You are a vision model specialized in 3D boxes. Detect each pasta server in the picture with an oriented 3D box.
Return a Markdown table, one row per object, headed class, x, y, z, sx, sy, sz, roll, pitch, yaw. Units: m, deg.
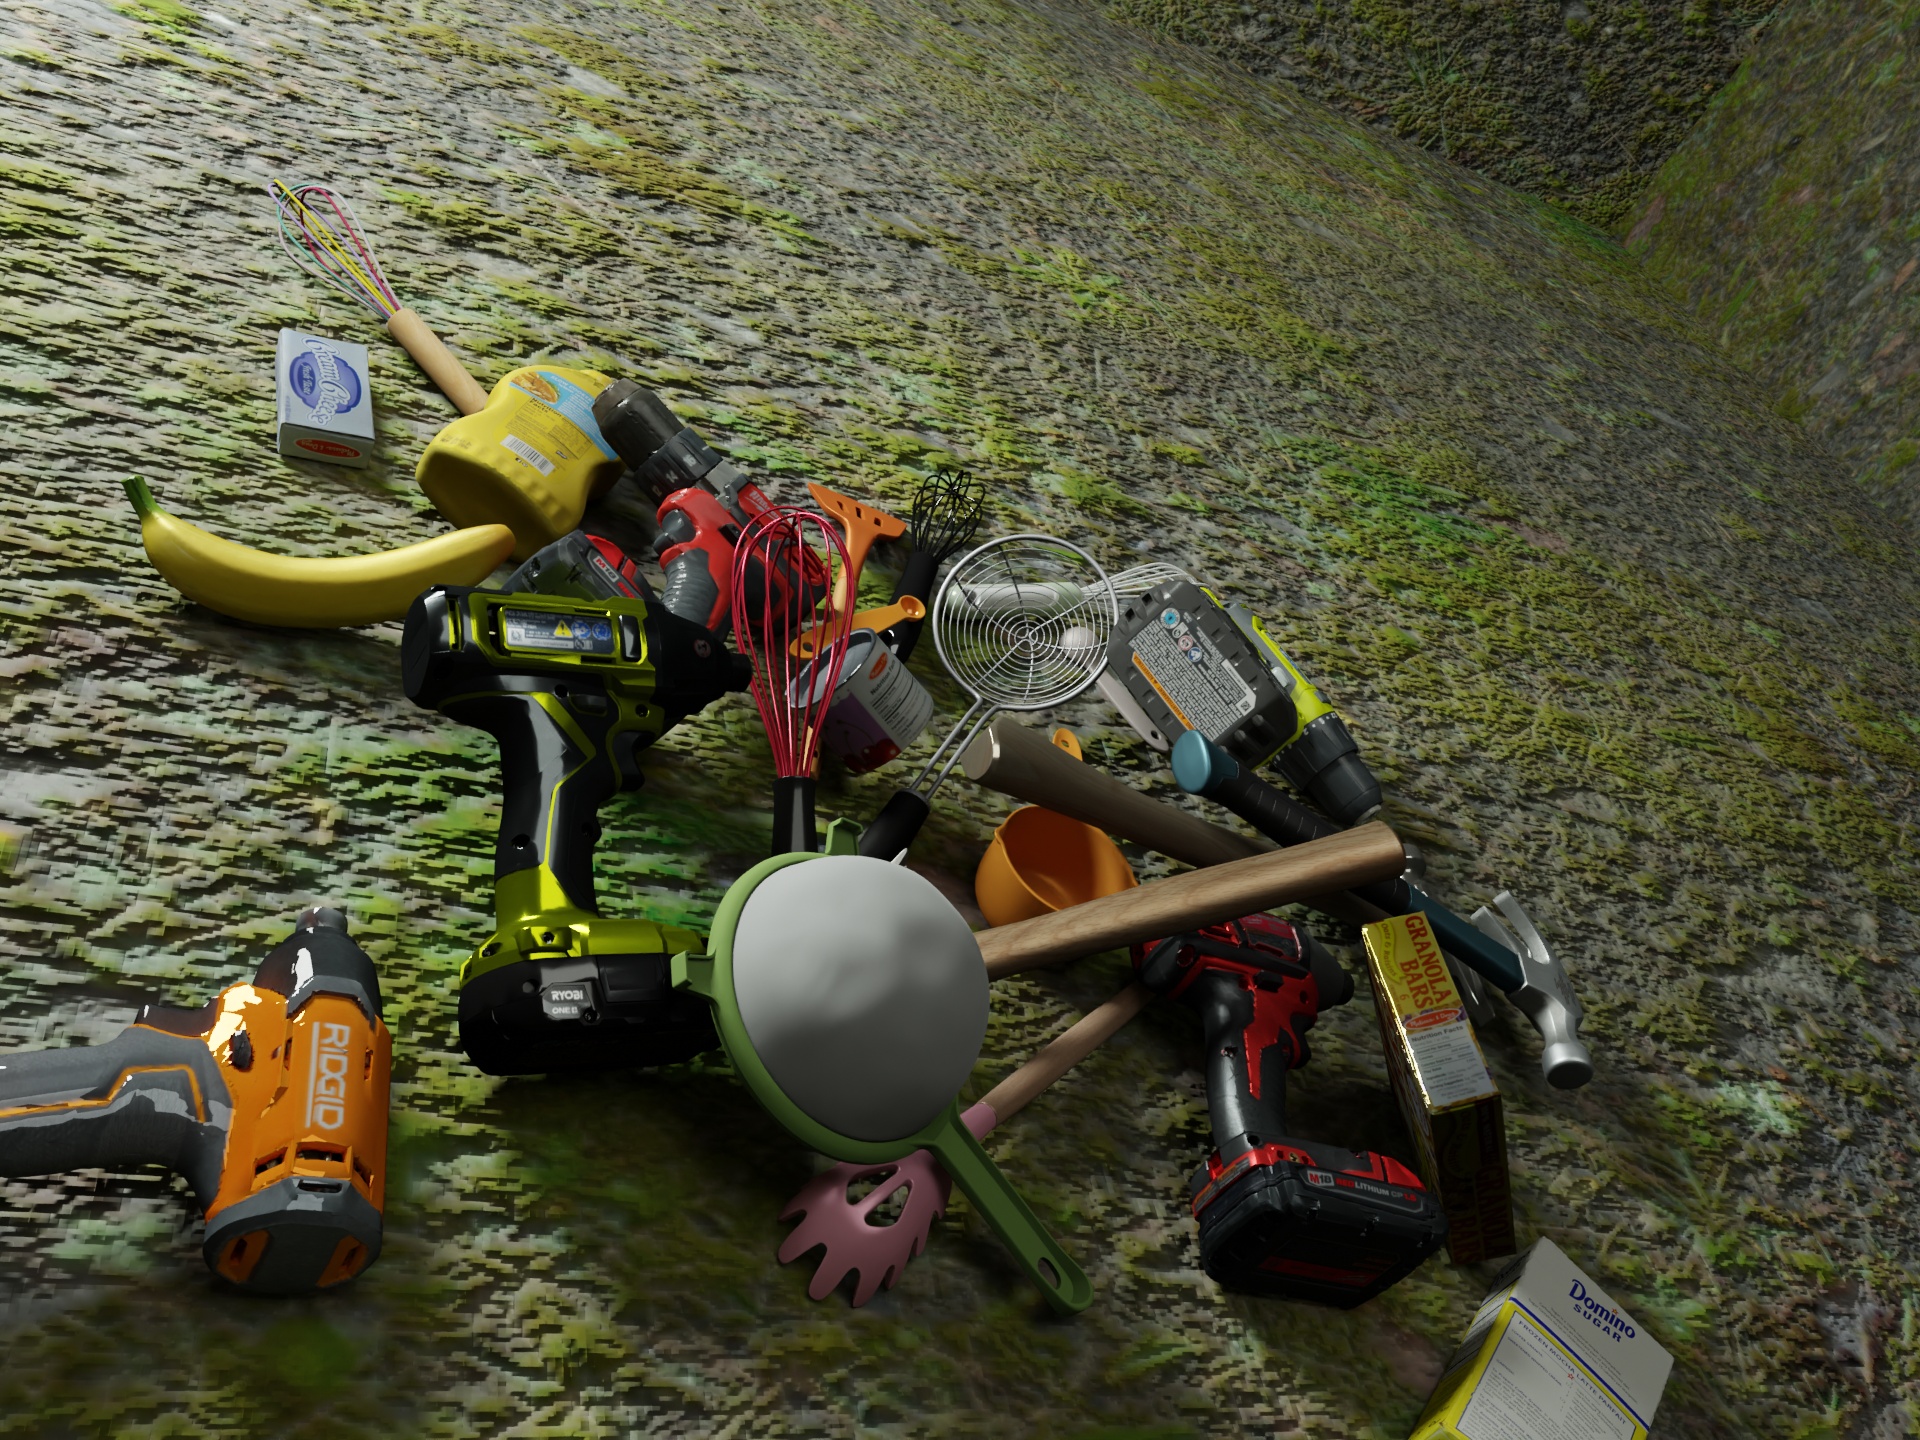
| class | x | y | z | sx | sy | sz | roll | pitch | yaw |
| --- | --- | --- | --- | --- | --- | --- | --- | --- | --- |
| pasta server | 0.023 | 0.197 | 0.818 | 0.060 | 0.040 | 0.316 | 44 | 33 | 17 |

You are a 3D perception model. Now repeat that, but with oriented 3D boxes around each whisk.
| class | x | y | z | sx | sy | sz | roll | pitch | yaw |
| --- | --- | --- | --- | --- | --- | --- | --- | --- | --- |
| whisk | -0.024 | -0.110 | 1.131 | 0.055 | 0.055 | 0.239 | 26 | 40 | -8 |
| whisk | -0.389 | -0.283 | 1.076 | 0.245 | 0.047 | 0.051 | 47 | 50 | 13 |
| whisk | -0.088 | 0.015 | 0.852 | 0.073 | 0.073 | 0.296 | 9 | 66 | -28 |
| whisk | 0.091 | -0.092 | 1.195 | 0.246 | 0.059 | 0.058 | -5 | 76 | -35 |

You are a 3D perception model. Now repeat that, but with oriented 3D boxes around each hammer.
| class | x | y | z | sx | sy | sz | roll | pitch | yaw |
| --- | --- | --- | --- | --- | --- | --- | --- | --- | --- |
| hammer | 0.090 | 0.105 | 0.860 | 0.331 | 0.031 | 0.130 | -13 | 56 | -16 |
| hammer | 0.173 | 0.091 | 0.983 | 0.410 | 0.038 | 0.146 | 22 | 36 | -32 |
| hammer | 0.267 | 0.106 | 1.004 | 0.330 | 0.033 | 0.128 | 33 | 34 | -16 |

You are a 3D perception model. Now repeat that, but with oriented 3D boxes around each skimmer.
| class | x | y | z | sx | sy | sz | roll | pitch | yaw |
| --- | --- | --- | --- | --- | --- | --- | --- | --- | --- |
| skimmer | -0.002 | -0.003 | 0.978 | 0.127 | 0.090 | 0.363 | 23 | 35 | 10 |

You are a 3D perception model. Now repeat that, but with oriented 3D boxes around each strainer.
| class | x | y | z | sx | sy | sz | roll | pitch | yaw |
| --- | --- | --- | --- | --- | --- | --- | --- | --- | --- |
| strainer | -0.005 | 0.160 | 0.721 | 0.256 | 0.069 | 0.151 | 53 | 35 | -2 |

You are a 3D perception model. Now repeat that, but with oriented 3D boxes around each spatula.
| class | x | y | z | sx | sy | sz | roll | pitch | yaw |
| --- | --- | --- | --- | --- | --- | --- | --- | --- | --- |
| spatula | -0.081 | -0.069 | 1.060 | 0.081 | 0.041 | 0.323 | 22 | 41 | -14 |

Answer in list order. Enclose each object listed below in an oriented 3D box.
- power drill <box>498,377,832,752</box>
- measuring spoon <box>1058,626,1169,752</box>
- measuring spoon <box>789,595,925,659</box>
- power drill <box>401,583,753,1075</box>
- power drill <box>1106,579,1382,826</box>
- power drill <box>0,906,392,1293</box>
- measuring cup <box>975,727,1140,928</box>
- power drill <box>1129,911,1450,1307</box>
| class | x | y | z | sx | sy | sz | roll | pitch | yaw |
| --- | --- | --- | --- | --- | --- | --- | --- | --- | --- |
| power drill | -0.183 | -0.100 | 0.940 | 0.188 | 0.080 | 0.227 | 48 | 32 | -10 |
| measuring spoon | 0.115 | -0.026 | 1.155 | 0.034 | 0.018 | 0.124 | -10 | 53 | -43 |
| measuring spoon | -0.067 | -0.058 | 1.023 | 0.117 | 0.011 | 0.021 | -25 | 70 | -42 |
| power drill | -0.166 | 0.045 | 0.752 | 0.171 | 0.080 | 0.223 | 4 | 63 | -34 |
| power drill | 0.206 | -0.009 | 1.107 | 0.191 | 0.080 | 0.228 | 54 | 19 | 20 |
| power drill | -0.330 | 0.123 | 0.599 | 0.226 | 0.084 | 0.164 | 15 | 38 | -28 |
| measuring cup | 0.054 | 0.073 | 0.965 | 0.095 | 0.052 | 0.174 | 22 | 35 | -13 |
| power drill | 0.178 | 0.198 | 0.875 | 0.143 | 0.078 | 0.220 | 18 | 39 | -23 |
